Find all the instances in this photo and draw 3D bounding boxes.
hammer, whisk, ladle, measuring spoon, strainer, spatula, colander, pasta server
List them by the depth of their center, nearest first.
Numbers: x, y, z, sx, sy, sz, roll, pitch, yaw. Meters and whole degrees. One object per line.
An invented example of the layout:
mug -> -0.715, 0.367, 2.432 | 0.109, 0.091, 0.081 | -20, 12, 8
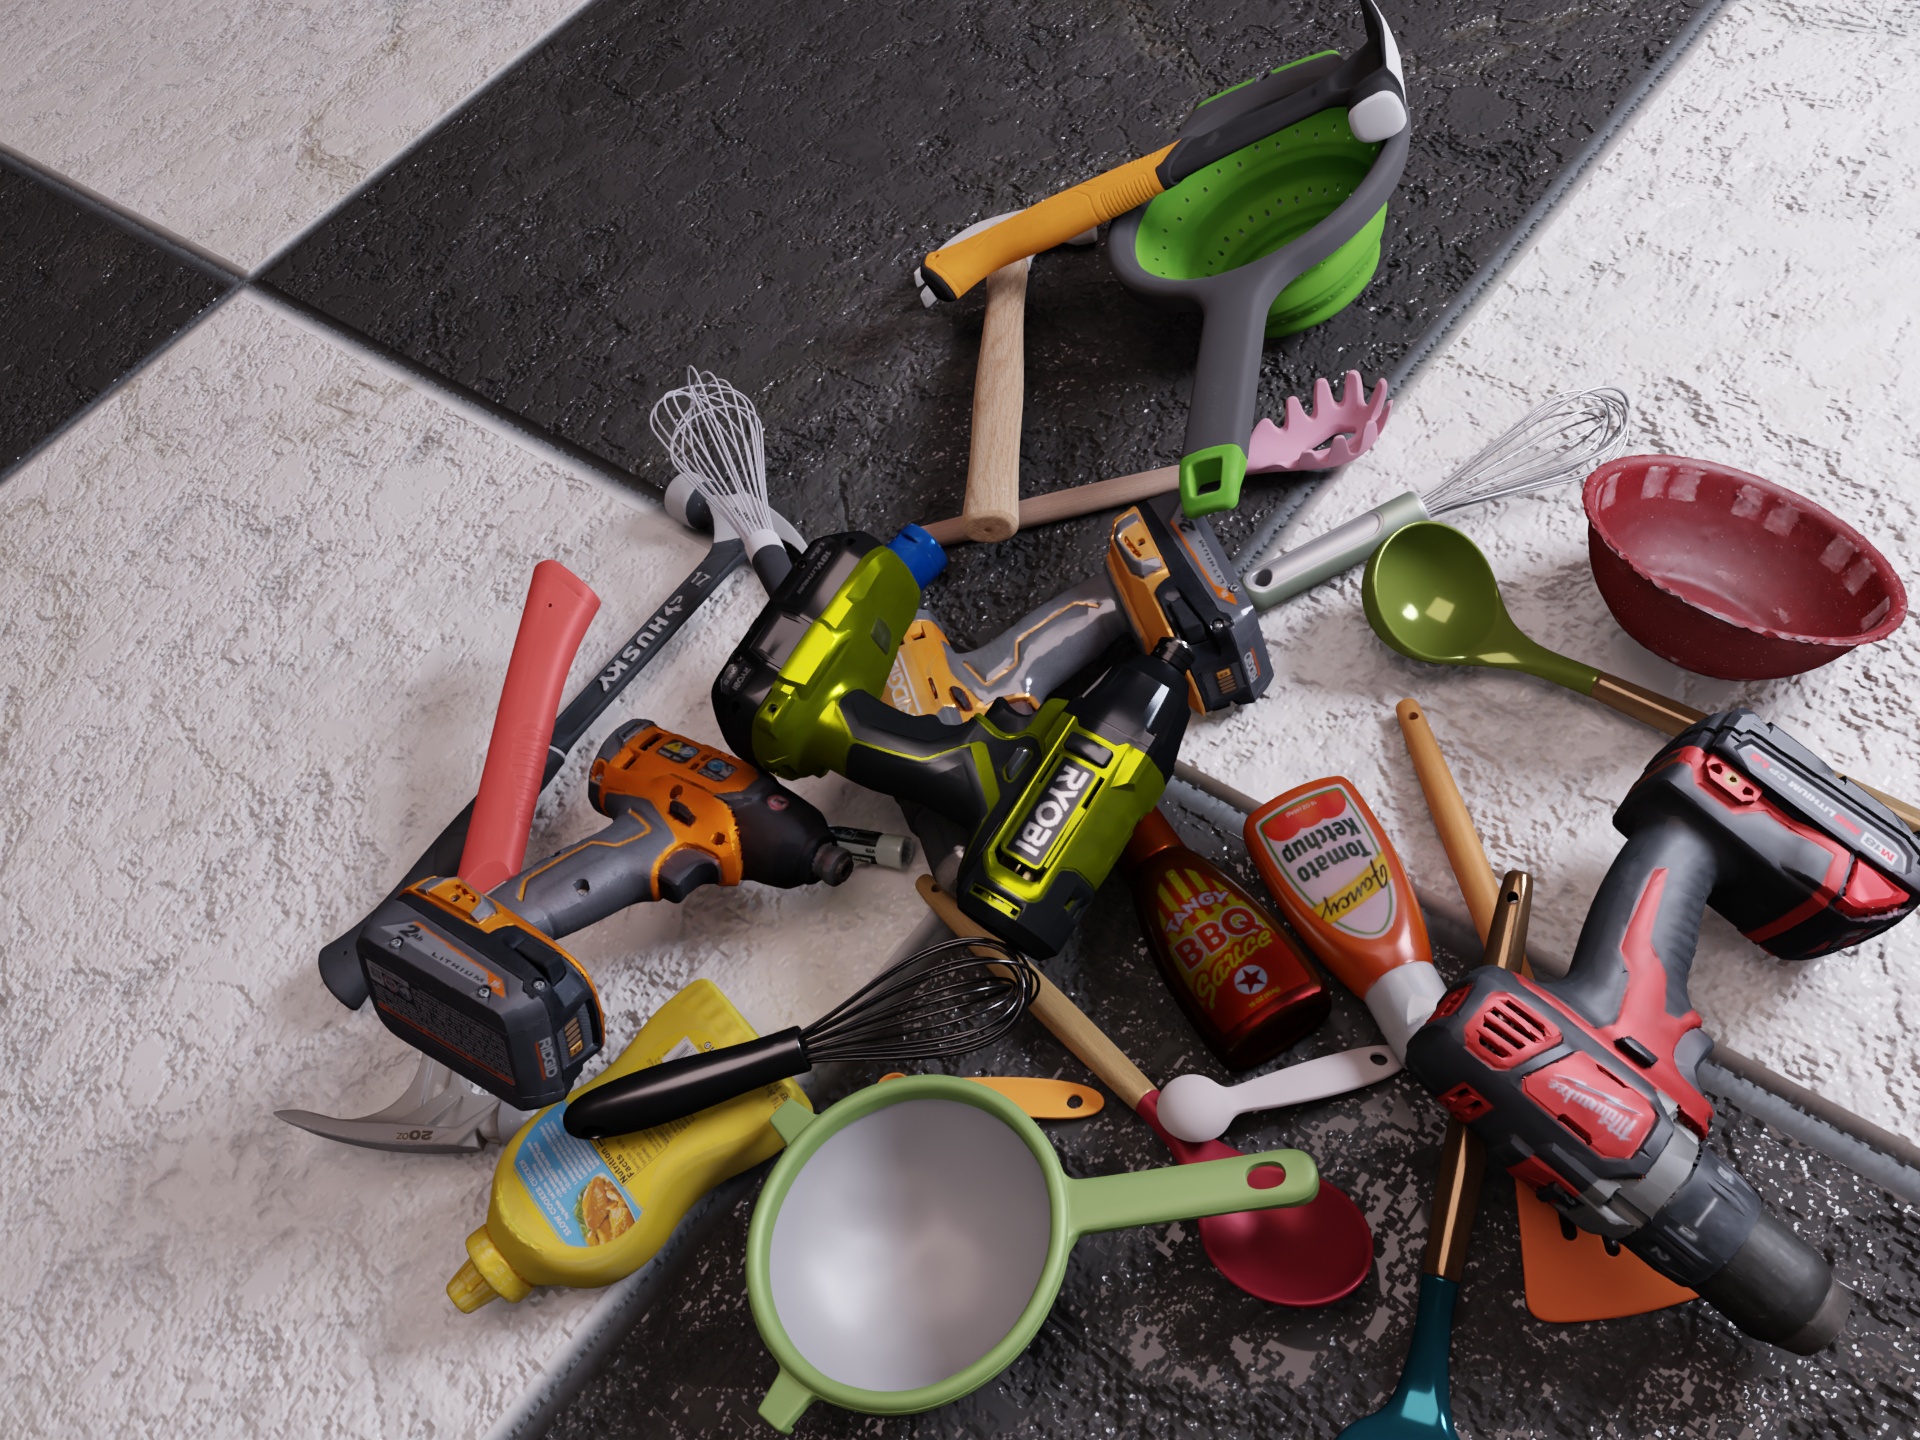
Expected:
spatula -> 0.209, 0.209, 0.672 | 0.082, 0.044, 0.318 | 7, 68, 28
strainer -> 0.034, 0.232, 0.713 | 0.256, 0.069, 0.152 | -12, 49, 10
measuring spoon -> 0.151, 0.166, 0.738 | 0.124, 0.018, 0.034 | -12, 39, -9
spatula -> 0.259, 0.116, 0.756 | 0.081, 0.041, 0.323 | -14, 48, 7
whisk -> -0.077, 0.156, 0.758 | 0.239, 0.055, 0.055 | -18, 51, 2
ladle -> 0.072, 0.168, 0.775 | 0.069, 0.031, 0.316 | -28, 47, -25
measuring spoon -> 0.014, 0.189, 0.792 | 0.117, 0.011, 0.021 | 0, 49, 14
ladle -> 0.347, -0.014, 0.801 | 0.320, 0.062, 0.078 | 30, 69, 31
whisk -> 0.270, -0.125, 0.912 | 0.246, 0.059, 0.058 | -27, 51, 3
hammer -> -0.277, 0.067, 0.922 | 0.149, 0.036, 0.359 | 1, 63, 9
colander -> 0.189, -0.252, 0.985 | 0.204, 0.094, 0.397 | -12, 48, 32
pasta server -> 0.110, -0.152, 0.992 | 0.316, 0.040, 0.060 | -12, 46, 11
hammer -> -0.244, 0.010, 0.993 | 0.149, 0.036, 0.409 | 26, 67, 31
whisk -> -0.133, -0.127, 0.998 | 0.070, 0.070, 0.285 | -26, 53, -2
hammer -> 0.121, -0.358, 1.036 | 0.337, 0.034, 0.127 | -18, 46, 27
hammer -> 0.025, -0.242, 1.075 | 0.130, 0.031, 0.332 | -8, 48, 15

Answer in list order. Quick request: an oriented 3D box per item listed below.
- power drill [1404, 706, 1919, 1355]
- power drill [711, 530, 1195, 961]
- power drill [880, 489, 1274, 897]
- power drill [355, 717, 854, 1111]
power drill -> 0.319, 0.126, 0.667 | 0.188, 0.080, 0.227 | 40, 66, 13
power drill -> -0.001, -0.003, 0.817 | 0.223, 0.080, 0.171 | 28, 79, 26
power drill -> 0.056, -0.013, 0.883 | 0.226, 0.084, 0.186 | -24, 52, 6
power drill -> -0.172, 0.093, 0.824 | 0.164, 0.084, 0.226 | 21, 41, 26
